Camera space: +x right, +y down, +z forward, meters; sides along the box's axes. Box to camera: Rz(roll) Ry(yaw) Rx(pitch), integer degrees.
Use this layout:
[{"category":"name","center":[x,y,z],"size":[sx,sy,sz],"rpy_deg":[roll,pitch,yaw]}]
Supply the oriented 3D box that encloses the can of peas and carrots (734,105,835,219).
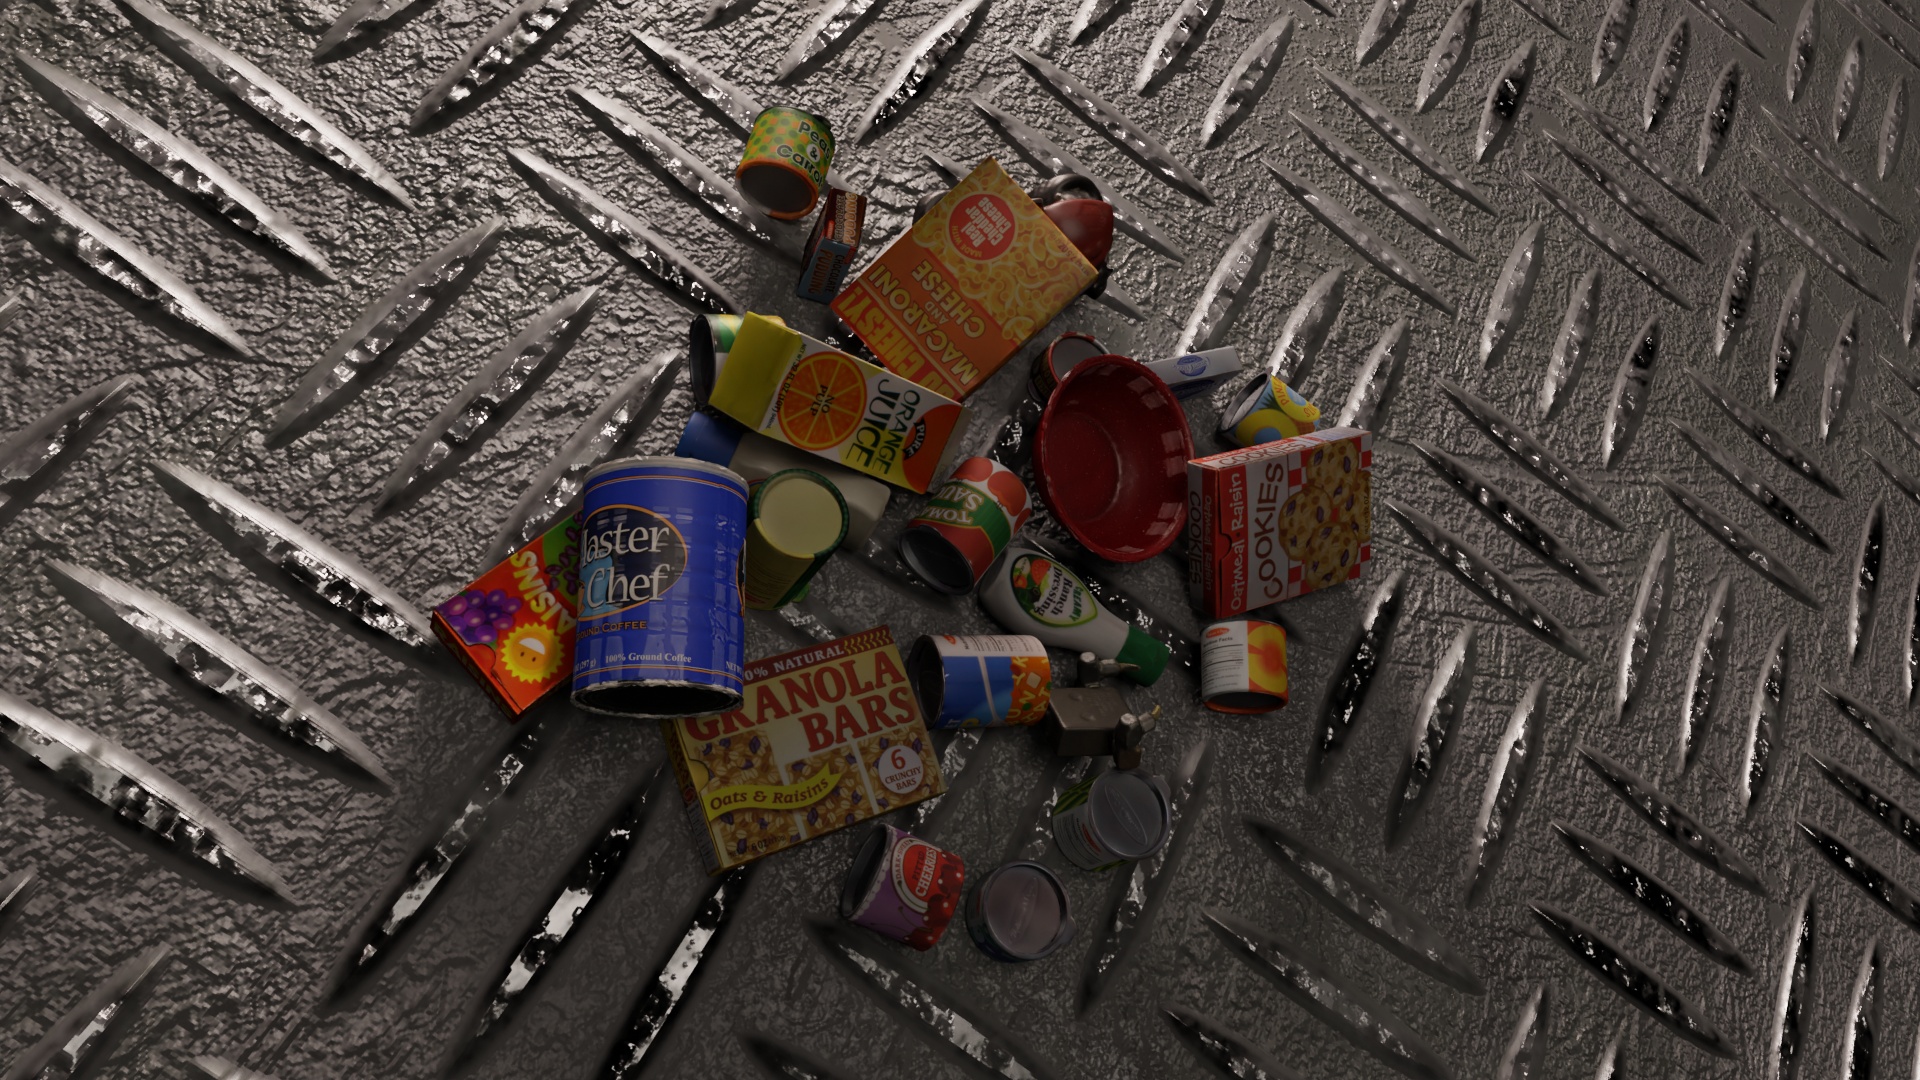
[{"category":"can of peas and carrots","center":[-0.134,-0.292,1.075],"size":[0.071,0.070,0.059],"rpy_deg":[21,63,-15]}]

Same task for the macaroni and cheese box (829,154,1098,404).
[{"category":"macaroni and cheese box","center":[0.003,-0.190,1.064],"size":[0.166,0.040,0.124],"rpy_deg":[-42,89,2]}]

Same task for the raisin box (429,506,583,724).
[{"category":"raisin box","center":[-0.262,0.046,0.893],"size":[0.124,0.040,0.086],"rpy_deg":[-40,89,-31]}]

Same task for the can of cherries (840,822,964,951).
[{"category":"can of cherries","center":[-0.037,0.224,0.901],"size":[0.058,0.071,0.072],"rpy_deg":[27,61,-12]}]

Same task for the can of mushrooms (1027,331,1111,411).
[{"category":"can of mushrooms","center":[0.092,-0.134,1.132],"size":[0.071,0.033,0.071],"rpy_deg":[9,66,-21]}]

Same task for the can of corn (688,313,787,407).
[{"category":"can of corn","center":[-0.159,-0.131,0.999],"size":[0.058,0.071,0.071],"rpy_deg":[-3,70,-26]}]

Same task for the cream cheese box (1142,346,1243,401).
[{"category":"cream cheese box","center":[0.180,-0.134,1.160],"size":[0.104,0.053,0.024],"rpy_deg":[-14,78,-28]}]

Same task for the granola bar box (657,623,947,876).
[{"category":"granola bar box","center":[-0.105,0.136,0.926],"size":[0.166,0.039,0.124],"rpy_deg":[-14,75,-29]}]

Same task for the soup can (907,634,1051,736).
[{"category":"soup can","center":[0.012,0.102,0.979],"size":[0.084,0.071,0.071],"rpy_deg":[2,68,-24]}]

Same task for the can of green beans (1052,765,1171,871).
[{"category":"can of green beans","center":[0.107,0.198,0.984],"size":[0.071,0.057,0.071],"rpy_deg":[9,66,-21]}]

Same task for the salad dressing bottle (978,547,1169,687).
[{"category":"salad dressing bottle","center":[0.087,0.060,1.042],"size":[0.147,0.043,0.064],"rpy_deg":[30,56,-11]}]

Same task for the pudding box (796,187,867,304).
[{"category":"pudding box","center":[-0.098,-0.222,1.054],"size":[0.030,0.083,0.050],"rpy_deg":[13,65,-16]}]

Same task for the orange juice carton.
[{"category":"orange juice carton","center":[-0.071,-0.090,0.982],"size":[0.193,0.073,0.071],"rpy_deg":[20,97,-41]}]

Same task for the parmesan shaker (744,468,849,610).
[{"category":"parmesan shaker","center":[-0.118,0.001,0.939],"size":[0.071,0.102,0.071],"rpy_deg":[9,66,-21]}]

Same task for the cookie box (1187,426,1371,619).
[{"category":"cookie box","center":[0.259,-0.017,1.119],"size":[0.168,0.040,0.122],"rpy_deg":[-13,108,-29]}]

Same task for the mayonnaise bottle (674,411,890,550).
[{"category":"mayonnaise bottle","center":[-0.127,-0.044,0.981],"size":[0.148,0.064,0.041],"rpy_deg":[24,58,-9]}]

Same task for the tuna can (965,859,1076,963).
[{"category":"tuna can","center":[0.041,0.254,0.946],"size":[0.071,0.032,0.071],"rpy_deg":[9,66,-21]}]

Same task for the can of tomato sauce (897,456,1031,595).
[{"category":"can of tomato sauce","center":[0.004,-0.013,1.020],"size":[0.071,0.071,0.083],"rpy_deg":[42,58,-3]}]

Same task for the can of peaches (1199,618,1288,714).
[{"category":"can of peaches","center":[0.221,0.099,1.073],"size":[0.071,0.071,0.058],"rpy_deg":[12,65,-20]}]

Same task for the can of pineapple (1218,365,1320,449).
[{"category":"can of pineapple","center":[0.262,-0.102,1.174],"size":[0.058,0.070,0.071],"rpy_deg":[36,59,-8]}]
